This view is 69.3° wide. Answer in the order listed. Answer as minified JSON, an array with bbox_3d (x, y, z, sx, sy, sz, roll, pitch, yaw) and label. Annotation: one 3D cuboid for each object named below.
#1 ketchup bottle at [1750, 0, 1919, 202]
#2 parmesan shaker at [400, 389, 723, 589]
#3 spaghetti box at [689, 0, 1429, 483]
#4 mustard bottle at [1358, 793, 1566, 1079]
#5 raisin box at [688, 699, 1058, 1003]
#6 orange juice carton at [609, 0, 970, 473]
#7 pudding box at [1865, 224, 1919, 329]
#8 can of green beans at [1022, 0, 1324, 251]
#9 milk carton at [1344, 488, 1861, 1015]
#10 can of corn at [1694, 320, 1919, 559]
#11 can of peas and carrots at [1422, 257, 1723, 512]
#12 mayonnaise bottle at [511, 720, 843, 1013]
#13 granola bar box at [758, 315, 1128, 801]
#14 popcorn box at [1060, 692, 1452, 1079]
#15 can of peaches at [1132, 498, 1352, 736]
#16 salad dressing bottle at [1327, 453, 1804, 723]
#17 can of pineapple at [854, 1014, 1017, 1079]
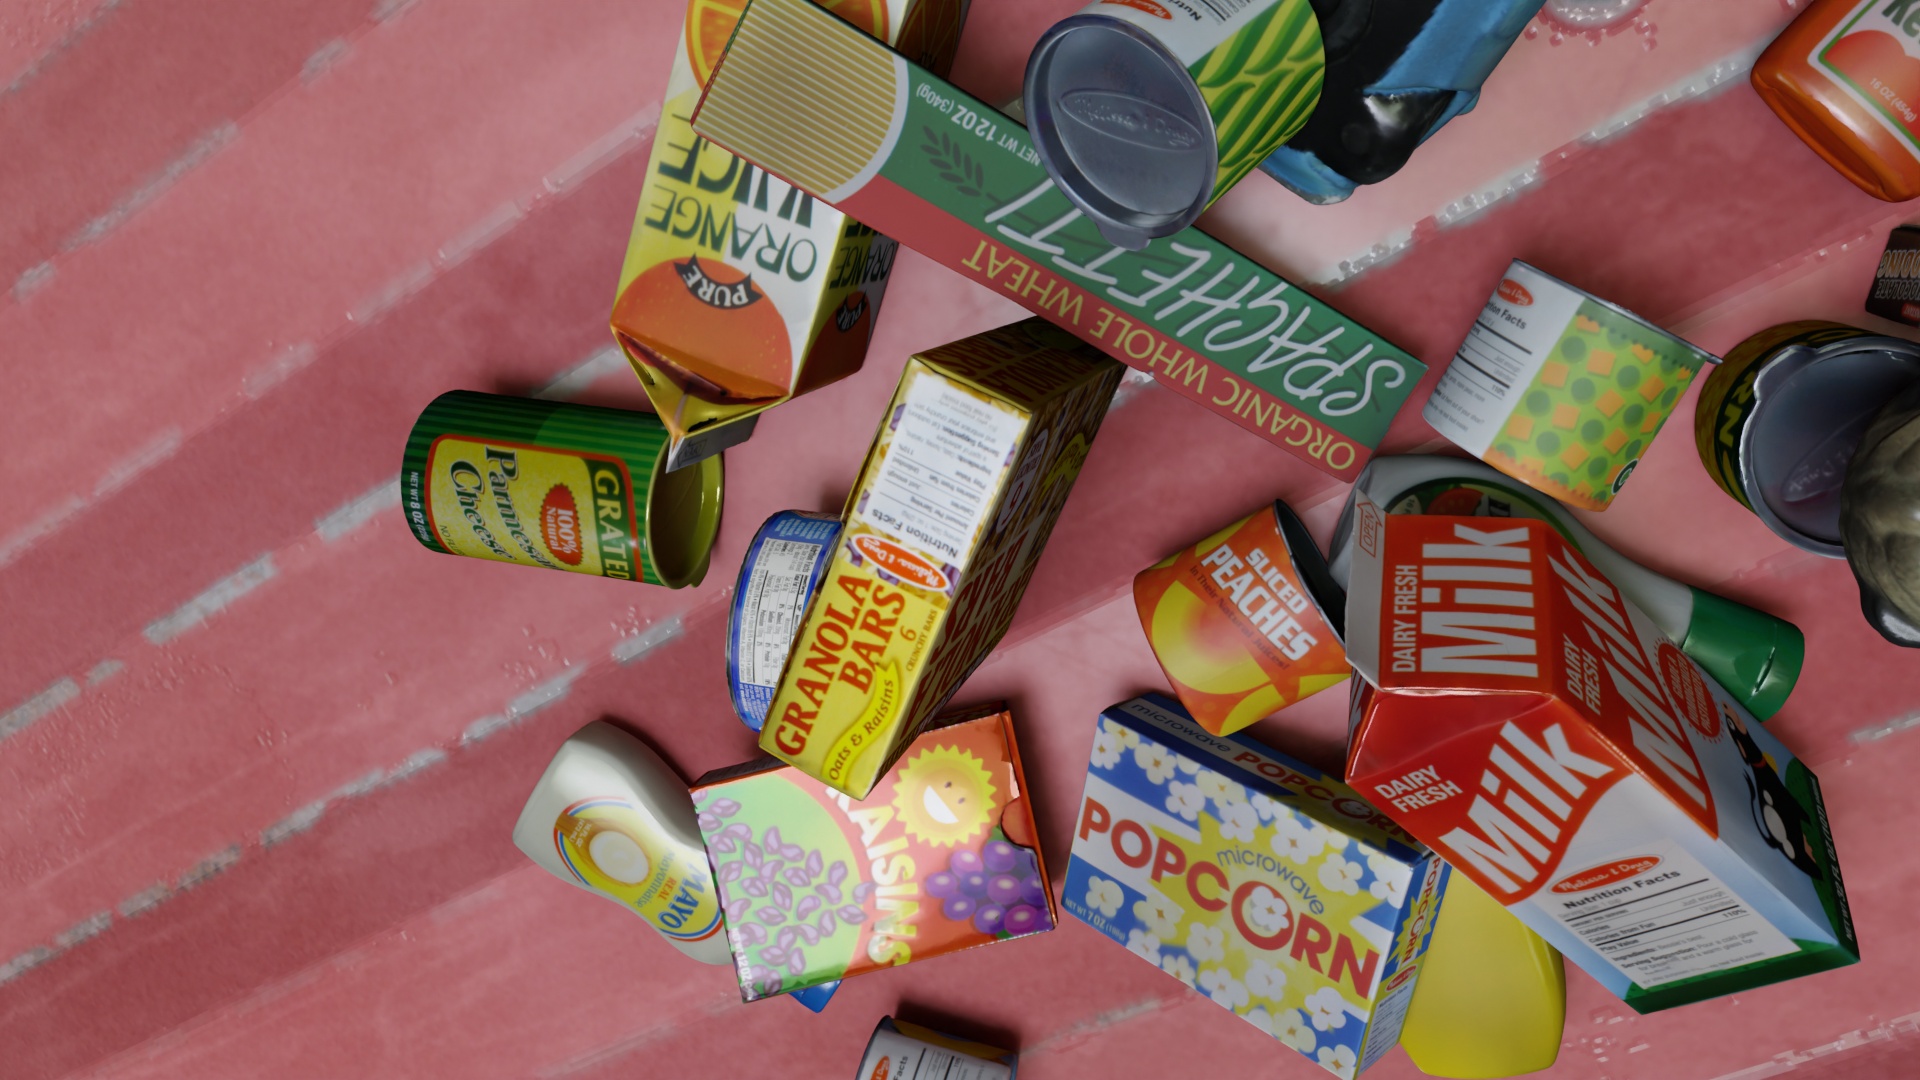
[{"bbox_3d":[0.309,-0.171,0.396,0.065,0.044,0.148,44,109,1],"label":"ketchup bottle"},{"bbox_3d":[-0.152,-0.018,0.537,0.103,0.071,0.071,7,105,13],"label":"parmesan shaker"},{"bbox_3d":[0.038,-0.093,0.444,0.250,0.029,0.050,26,106,-16],"label":"spaghetti box"},{"bbox_3d":[0.172,0.110,0.496,0.065,0.049,0.160,-11,100,21],"label":"mustard bottle"},{"bbox_3d":[-0.032,0.117,0.532,0.123,0.040,0.086,-14,90,1],"label":"raisin box"},{"bbox_3d":[-0.063,-0.117,0.487,0.073,0.072,0.192,21,107,9],"label":"orange juice carton"},{"bbox_3d":[0.326,-0.071,0.413,0.084,0.050,0.030,14,108,10],"label":"pudding box"},{"bbox_3d":[0.061,-0.130,0.398,0.071,0.058,0.071,33,148,25],"label":"can of green beans"},{"bbox_3d":[0.183,0.063,0.428,0.190,0.073,0.073,37,134,-19],"label":"milk carton"},{"bbox_3d":[0.268,-0.035,0.431,0.071,0.058,0.071,3,104,13],"label":"can of corn"},{"bbox_3d":[0.193,-0.049,0.443,0.071,0.071,0.058,29,109,6],"label":"can of peas and carrots"},{"bbox_3d":[-0.110,0.139,0.577,0.148,0.041,0.064,33,106,4],"label":"mayonnaise bottle"},{"bbox_3d":[0.002,-0.006,0.449,0.039,0.166,0.123,26,108,9],"label":"granola bar box"},{"bbox_3d":[0.101,0.118,0.494,0.127,0.038,0.085,23,112,36],"label":"popcorn box"},{"bbox_3d":[0.100,0.027,0.482,0.058,0.071,0.071,-29,95,20],"label":"can of peaches"},{"bbox_3d":[0.202,0.018,0.468,0.148,0.044,0.064,21,95,6],"label":"salad dressing bottle"},{"bbox_3d":[-0.012,0.234,0.564,0.058,0.071,0.070,13,106,11],"label":"can of pineapple"}]
